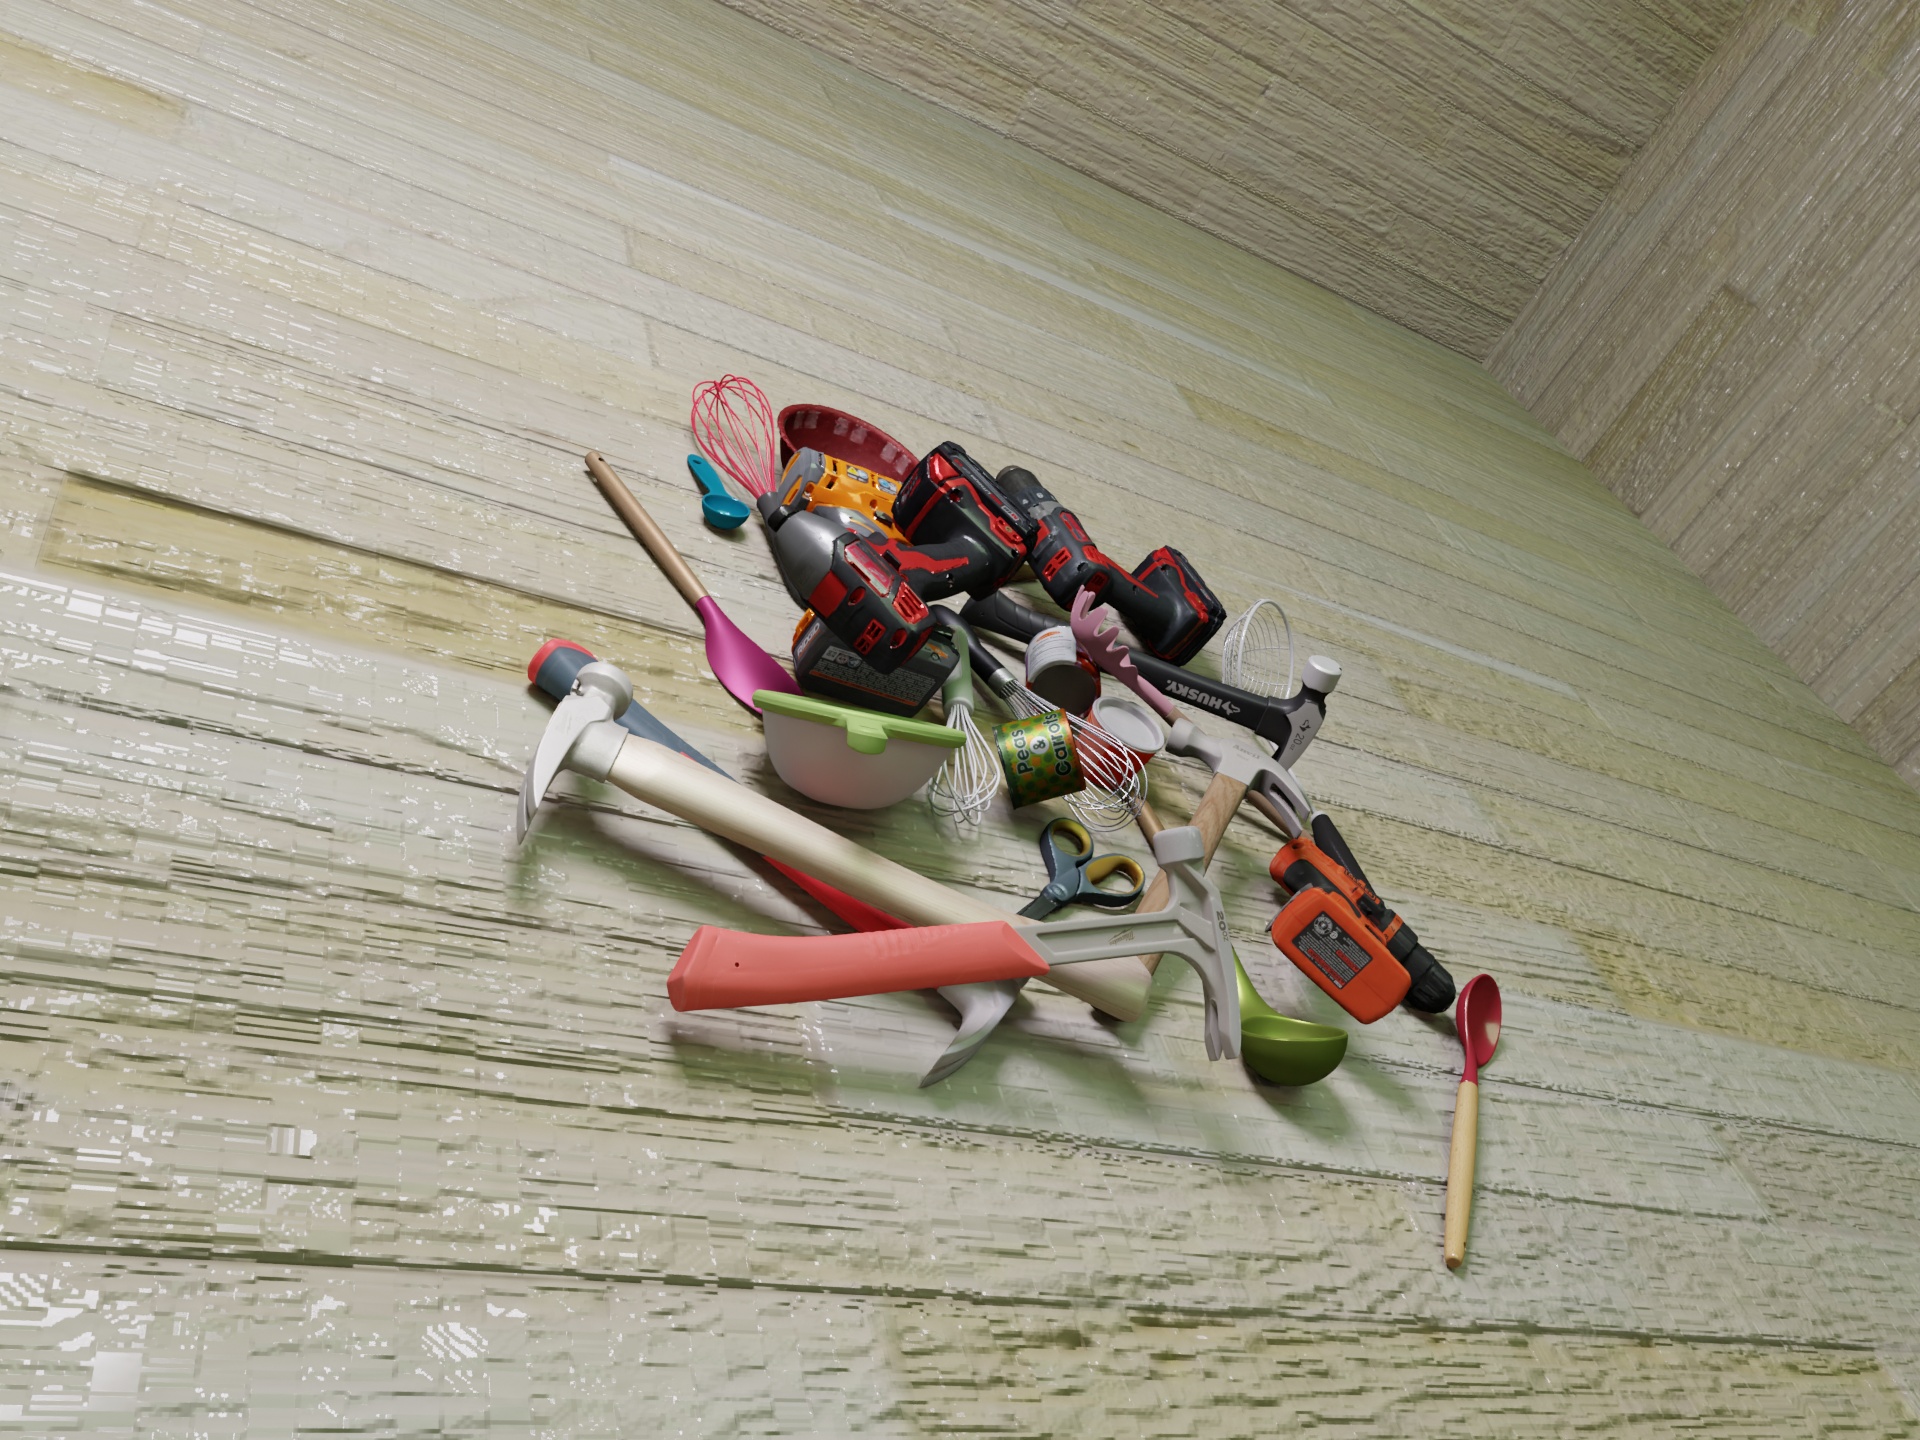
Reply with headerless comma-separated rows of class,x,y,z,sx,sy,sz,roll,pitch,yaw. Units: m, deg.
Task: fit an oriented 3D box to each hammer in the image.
hammer,-0.067,0.098,0.978,0.410,0.038,0.146,26,34,-10
hammer,0.156,-0.042,1.421,0.335,0.146,0.035,21,29,2
hammer,0.006,0.147,0.942,0.359,0.036,0.149,-2,76,-27
hammer,-0.131,0.078,1.020,0.386,0.038,0.143,36,31,7
hammer,0.172,0.111,1.197,0.130,0.031,0.331,24,39,13

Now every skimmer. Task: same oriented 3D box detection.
skimmer,0.333,0.034,1.477,0.127,0.090,0.364,49,14,-45

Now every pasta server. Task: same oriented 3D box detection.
pasta server,0.203,0.004,1.373,0.316,0.040,0.060,42,11,-16

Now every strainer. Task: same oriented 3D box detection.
strainer,-0.070,0.028,1.046,0.151,0.069,0.256,12,2,-6

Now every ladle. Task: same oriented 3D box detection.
ladle,0.380,0.293,1.189,0.069,0.031,0.315,67,28,-18
ladle,0.195,0.149,1.208,0.078,0.062,0.321,2,37,-24

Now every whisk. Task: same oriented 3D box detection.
whisk,0.054,-0.010,1.320,0.070,0.070,0.285,-2,39,-46
whisk,-0.173,-0.205,1.394,0.073,0.073,0.296,6,45,-39
whisk,-0.002,-0.004,1.247,0.059,0.058,0.247,57,16,-33

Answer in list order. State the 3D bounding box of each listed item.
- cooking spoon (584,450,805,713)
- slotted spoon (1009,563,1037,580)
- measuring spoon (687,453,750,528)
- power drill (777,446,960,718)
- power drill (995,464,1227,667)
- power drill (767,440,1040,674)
cooking spoon,-0.214,-0.109,1.243,0.068,0.017,0.319,-6,48,-48
slotted spoon,-0.021,-0.137,1.463,0.313,0.031,0.070,-5,53,-50
measuring spoon,-0.218,-0.197,1.382,0.042,0.021,0.129,5,30,-30
power drill,-0.063,-0.114,1.294,0.164,0.084,0.227,17,44,-27
power drill,0.136,-0.154,1.538,0.226,0.080,0.188,21,29,-42
power drill,-0.045,-0.129,1.198,0.143,0.078,0.220,45,37,5
